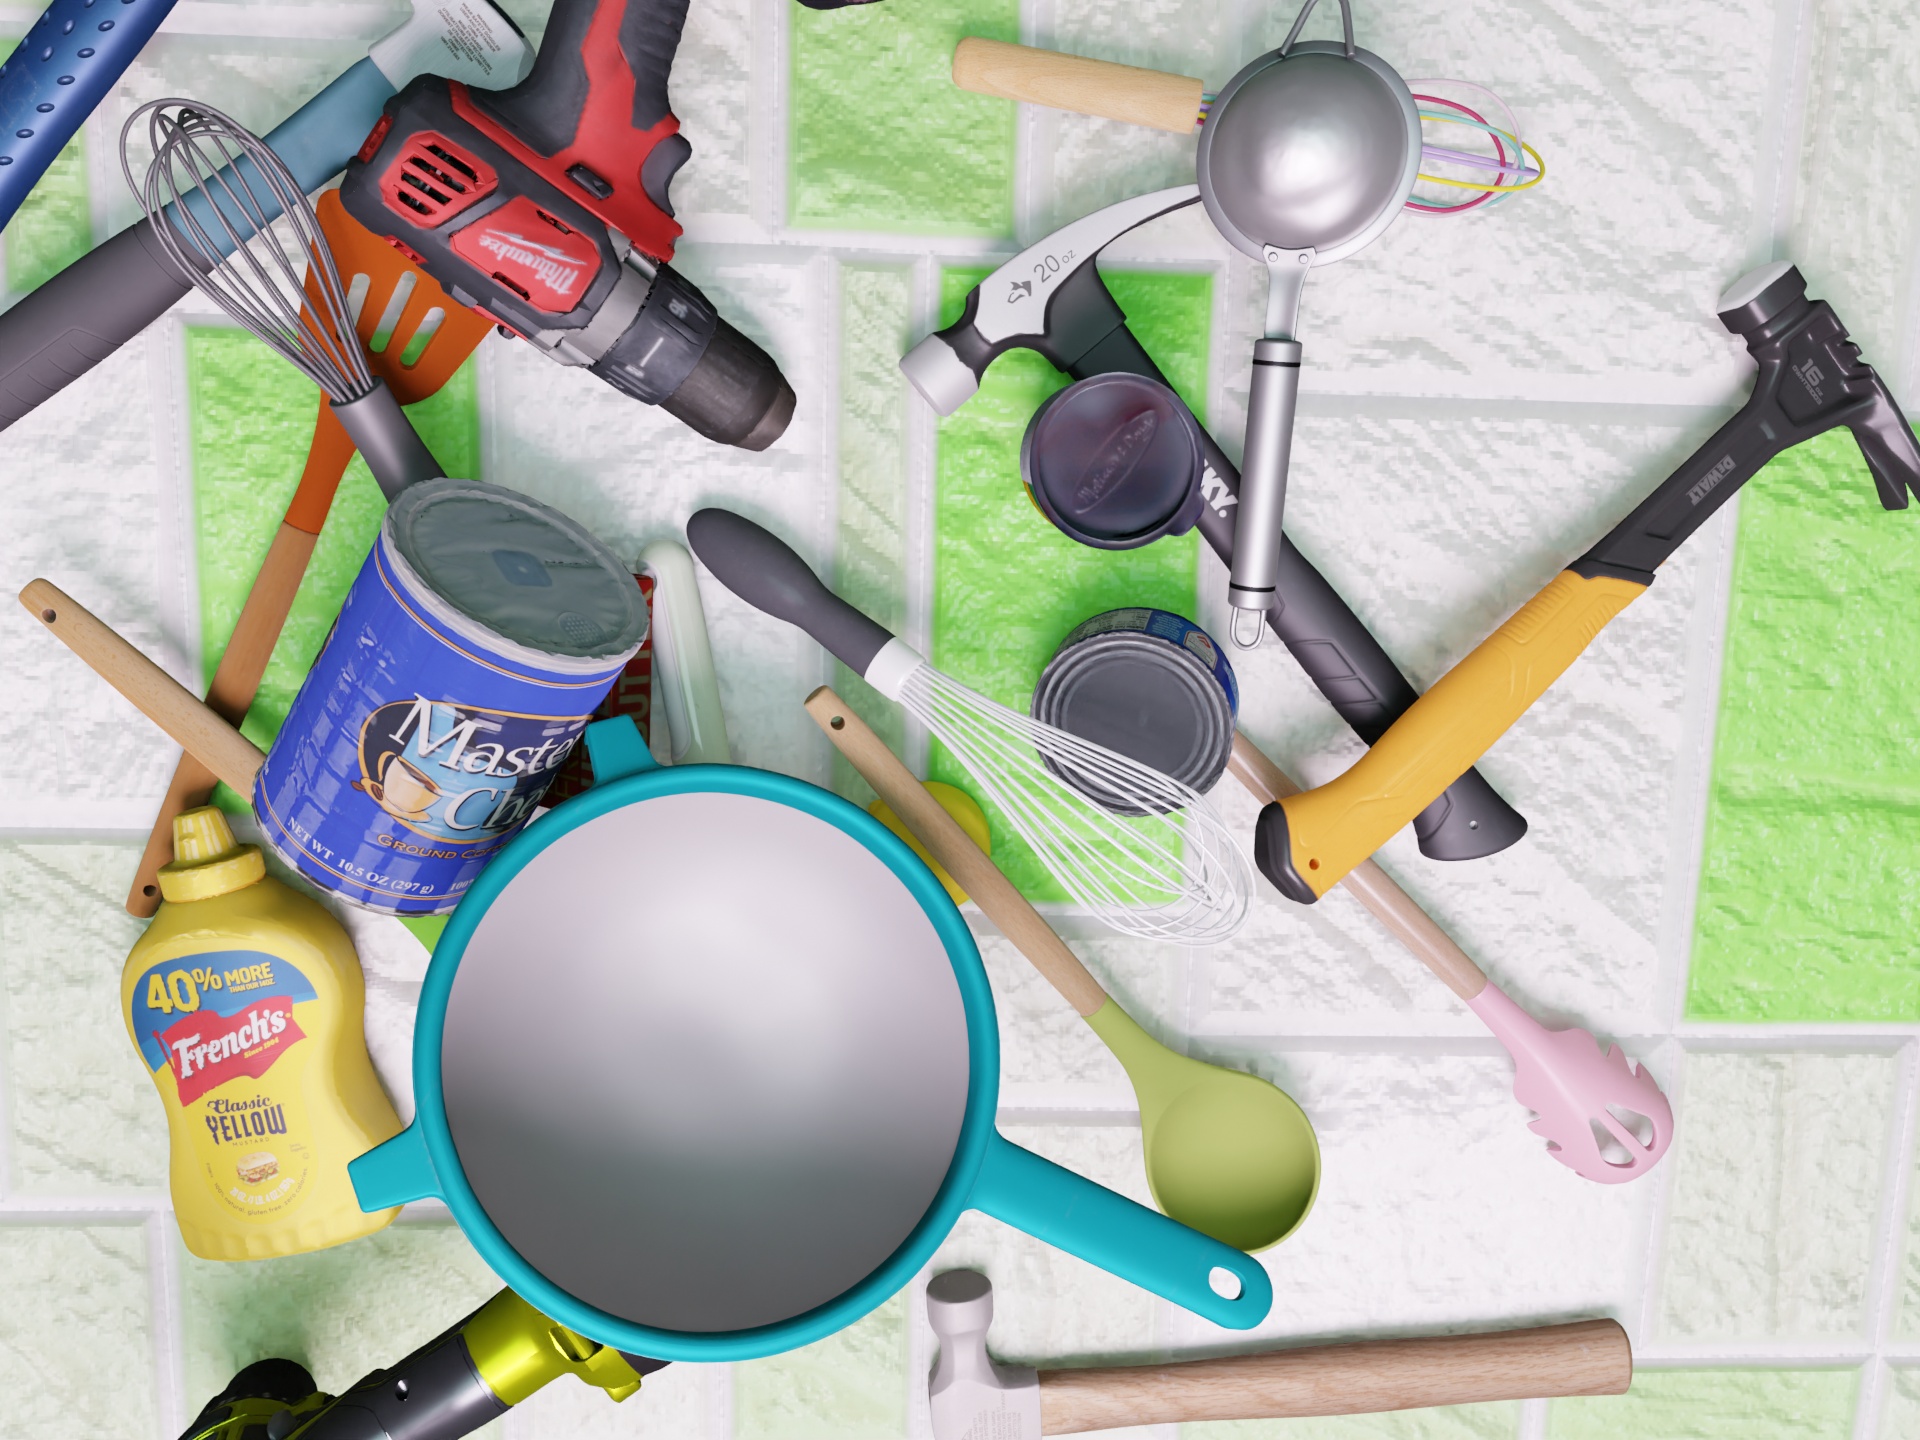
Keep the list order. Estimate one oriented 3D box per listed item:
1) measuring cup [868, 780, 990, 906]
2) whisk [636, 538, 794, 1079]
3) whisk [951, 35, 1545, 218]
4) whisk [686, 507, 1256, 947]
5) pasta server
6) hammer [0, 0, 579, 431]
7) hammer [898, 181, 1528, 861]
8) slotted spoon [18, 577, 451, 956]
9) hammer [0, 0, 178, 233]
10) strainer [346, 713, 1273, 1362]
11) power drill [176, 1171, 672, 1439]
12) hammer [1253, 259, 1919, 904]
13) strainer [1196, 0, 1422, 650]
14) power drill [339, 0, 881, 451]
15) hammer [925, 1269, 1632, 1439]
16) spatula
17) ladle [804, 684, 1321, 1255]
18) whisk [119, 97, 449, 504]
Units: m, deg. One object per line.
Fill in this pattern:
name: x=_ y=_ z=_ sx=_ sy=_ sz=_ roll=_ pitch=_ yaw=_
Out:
measuring cup: x=-0.043 y=0.097 z=0.701 sx=0.062 sy=0.029 sz=0.156 roll=35 pitch=97 yaw=-8
whisk: x=-0.106 y=0.045 z=0.678 sx=0.059 sy=0.058 sz=0.246 roll=-13 pitch=95 yaw=-38
whisk: x=0.118 y=-0.247 z=0.650 sx=0.245 sy=0.051 sz=0.047 roll=10 pitch=78 yaw=-1
whisk: x=-0.001 y=-0.001 z=0.649 sx=0.285 sy=0.070 sz=0.070 roll=36 pitch=96 yaw=10
pasta server: x=0.211 y=0.101 z=0.720 sx=0.316 sy=0.040 sz=0.060 roll=44 pitch=95 yaw=-5
hammer: x=-0.312 y=-0.182 z=0.626 sx=0.331 sy=0.033 sz=0.128 roll=-33 pitch=120 yaw=6
hammer: x=0.135 y=-0.071 z=0.680 sx=0.146 sy=0.035 sz=0.334 roll=-40 pitch=100 yaw=5
slotted spoon: x=-0.261 y=0.055 z=0.666 sx=0.070 sy=0.031 sz=0.313 roll=-43 pitch=105 yaw=9
hammer: x=-0.272 y=-0.335 z=0.611 sx=0.144 sy=0.035 sz=0.405 roll=41 pitch=95 yaw=-9
strainer: x=-0.043 y=0.159 z=0.614 sx=0.340 sy=0.095 sz=0.211 roll=28 pitch=62 yaw=-11
power drill: x=-0.225 y=0.269 z=0.659 sx=0.228 sy=0.190 sz=0.080 roll=-33 pitch=100 yaw=-12
hammer: x=0.259 y=-0.039 z=0.668 sx=0.337 sy=0.034 sz=0.127 roll=-41 pitch=99 yaw=-5
strainer: x=0.127 y=-0.153 z=0.625 sx=0.087 sy=0.050 sz=0.258 roll=9 pitch=107 yaw=20
power drill: x=-0.097 y=-0.230 z=0.605 sx=0.187 sy=0.080 sz=0.226 roll=33 pitch=95 yaw=-31
hammer: x=0.151 y=0.315 z=0.749 sx=0.331 sy=0.031 sz=0.130 roll=-3 pitch=100 yaw=-3
spatula: x=-0.281 y=-0.056 z=0.656 sx=0.081 sy=0.041 sz=0.322 roll=21 pitch=100 yaw=-29
ladle: x=0.044 y=0.107 z=0.675 sx=0.078 sy=0.062 sz=0.320 roll=-41 pitch=107 yaw=1
whisk: x=-0.233 y=-0.123 z=0.607 sx=0.055 sy=0.055 sz=0.238 roll=-23 pitch=127 yaw=1
